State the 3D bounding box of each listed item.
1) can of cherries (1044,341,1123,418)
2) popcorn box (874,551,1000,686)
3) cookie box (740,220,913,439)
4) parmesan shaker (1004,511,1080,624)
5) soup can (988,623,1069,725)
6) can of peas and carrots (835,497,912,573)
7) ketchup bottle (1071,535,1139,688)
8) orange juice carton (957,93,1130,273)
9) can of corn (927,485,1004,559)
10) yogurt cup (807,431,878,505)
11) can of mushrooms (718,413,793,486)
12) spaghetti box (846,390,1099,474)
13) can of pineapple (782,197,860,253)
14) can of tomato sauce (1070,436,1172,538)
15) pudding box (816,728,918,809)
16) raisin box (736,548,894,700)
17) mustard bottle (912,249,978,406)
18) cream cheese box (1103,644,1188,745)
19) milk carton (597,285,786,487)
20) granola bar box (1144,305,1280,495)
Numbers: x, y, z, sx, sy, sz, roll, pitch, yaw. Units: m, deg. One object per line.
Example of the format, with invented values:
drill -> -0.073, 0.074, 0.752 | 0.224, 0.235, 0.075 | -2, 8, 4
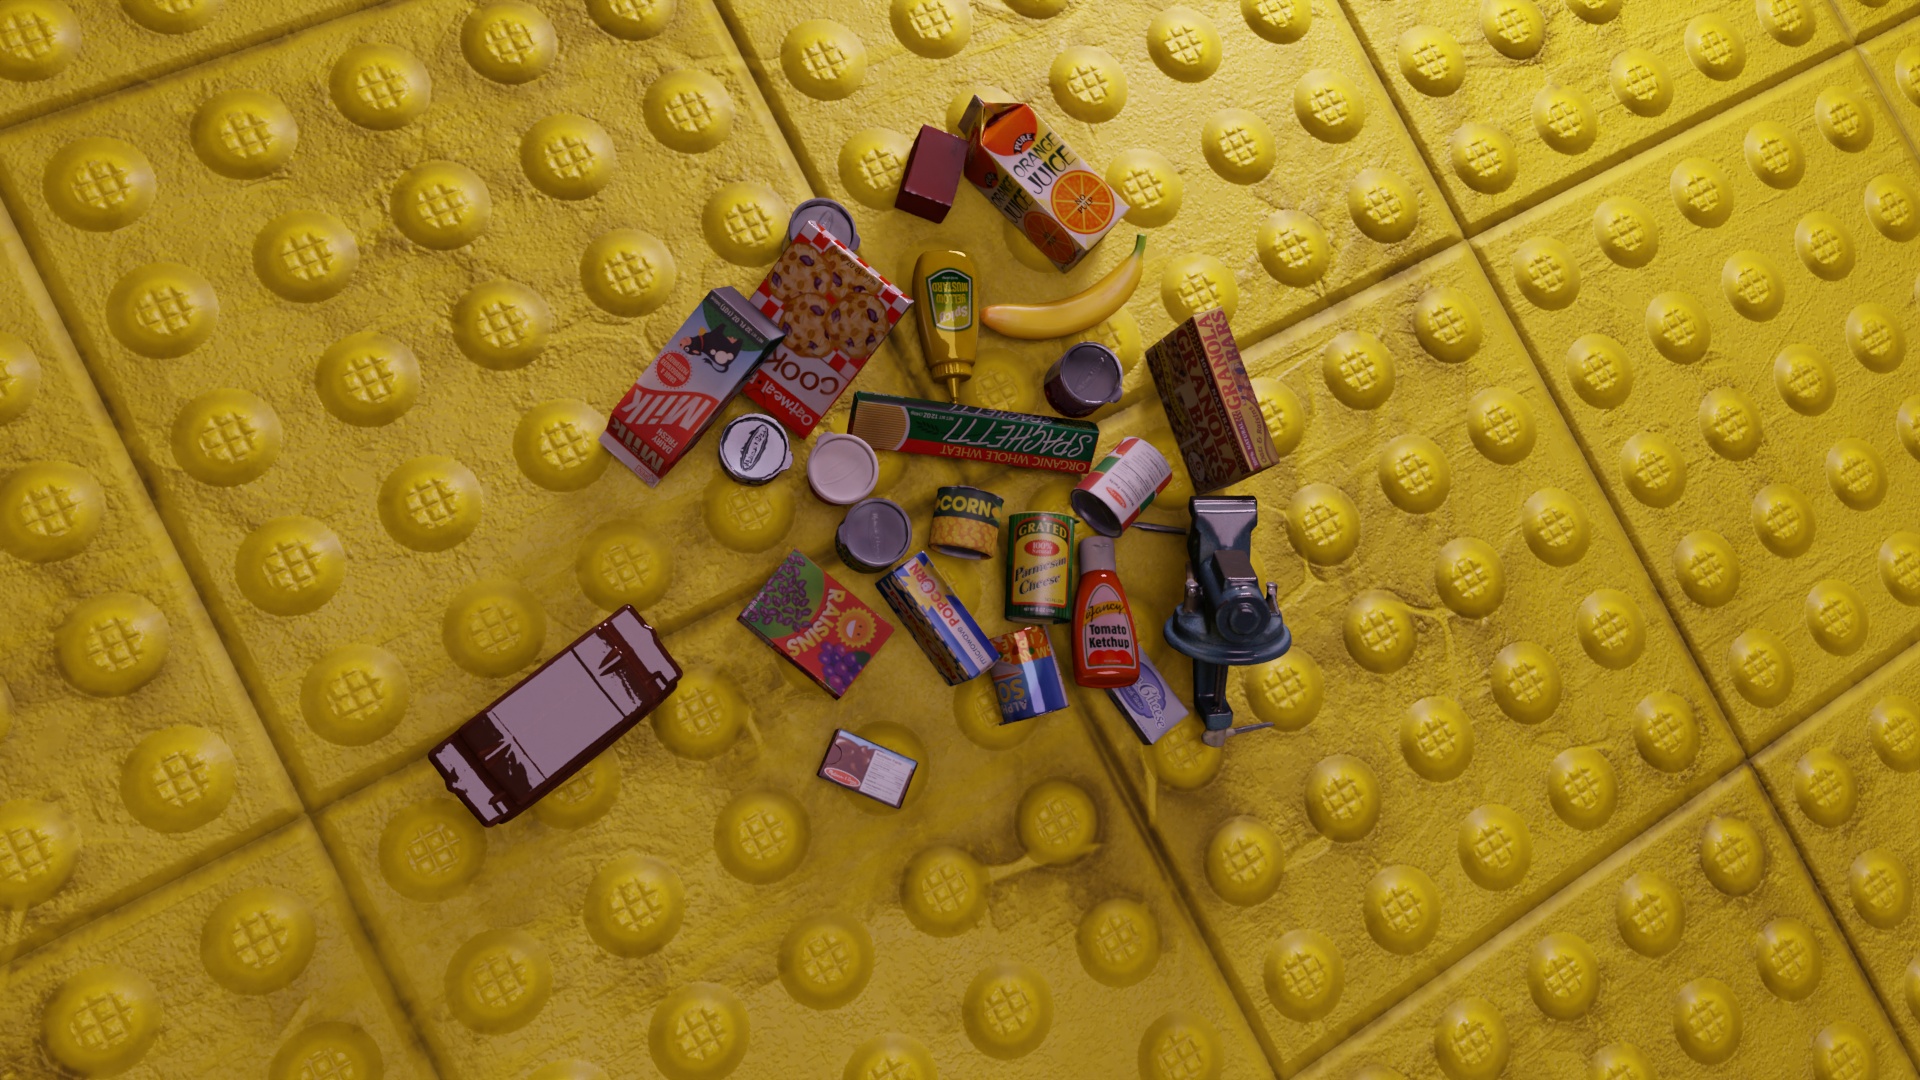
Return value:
can of cherries -> 0.126, -0.160, 1.411 | 0.071, 0.058, 0.071 | 3, 79, -14
popcorn box -> -0.023, 0.076, 1.318 | 0.038, 0.085, 0.126 | -36, 90, -18
cookie box -> -0.145, -0.200, 1.324 | 0.123, 0.040, 0.167 | 39, 101, -5
parmesan shaker -> 0.081, 0.028, 1.362 | 0.071, 0.071, 0.103 | 5, 79, -13
soup can -> 0.060, 0.129, 1.340 | 0.071, 0.071, 0.084 | -14, 84, -16
can of peas and carrots -> -0.087, -0.003, 1.330 | 0.071, 0.058, 0.071 | 2, 80, -13
ketchup bottle -> 0.139, 0.070, 1.367 | 0.065, 0.043, 0.149 | 1, 64, -8
orange juice carton -> 0.074, -0.374, 1.428 | 0.192, 0.071, 0.073 | 44, 73, -4
can of corn -> 0.005, -0.017, 1.349 | 0.071, 0.071, 0.058 | 12, 79, -12
yogurt cup -> -0.117, -0.064, 1.335 | 0.072, 0.054, 0.072 | 2, 80, -14
can of mushrooms -> -0.196, -0.085, 1.330 | 0.071, 0.033, 0.071 | 3, 79, -14
spaghetti box -> 0.015, -0.106, 1.377 | 0.250, 0.029, 0.050 | 6, 116, -13
can of pineapple -> -0.138, -0.294, 1.368 | 0.071, 0.057, 0.071 | 2, 81, -14
can of tomato sauce -> 0.161, -0.054, 1.397 | 0.071, 0.071, 0.083 | 46, 70, -3
pudding box -> -0.088, 0.214, 1.307 | 0.084, 0.030, 0.050 | 24, 77, -9
raisin box -> -0.137, 0.080, 1.314 | 0.123, 0.040, 0.086 | 39, 73, -4
mustard bottle -> -0.011, -0.209, 1.390 | 0.065, 0.048, 0.160 | -4, 81, -13
cream cheese box -> 0.176, 0.147, 1.388 | 0.053, 0.024, 0.104 | -37, 90, -18
milk carton -> -0.253, -0.140, 1.284 | 0.072, 0.073, 0.190 | 42, 103, -5
granola bar box -> 0.251, -0.137, 1.404 | 0.039, 0.124, 0.165 | -18, 85, -17
